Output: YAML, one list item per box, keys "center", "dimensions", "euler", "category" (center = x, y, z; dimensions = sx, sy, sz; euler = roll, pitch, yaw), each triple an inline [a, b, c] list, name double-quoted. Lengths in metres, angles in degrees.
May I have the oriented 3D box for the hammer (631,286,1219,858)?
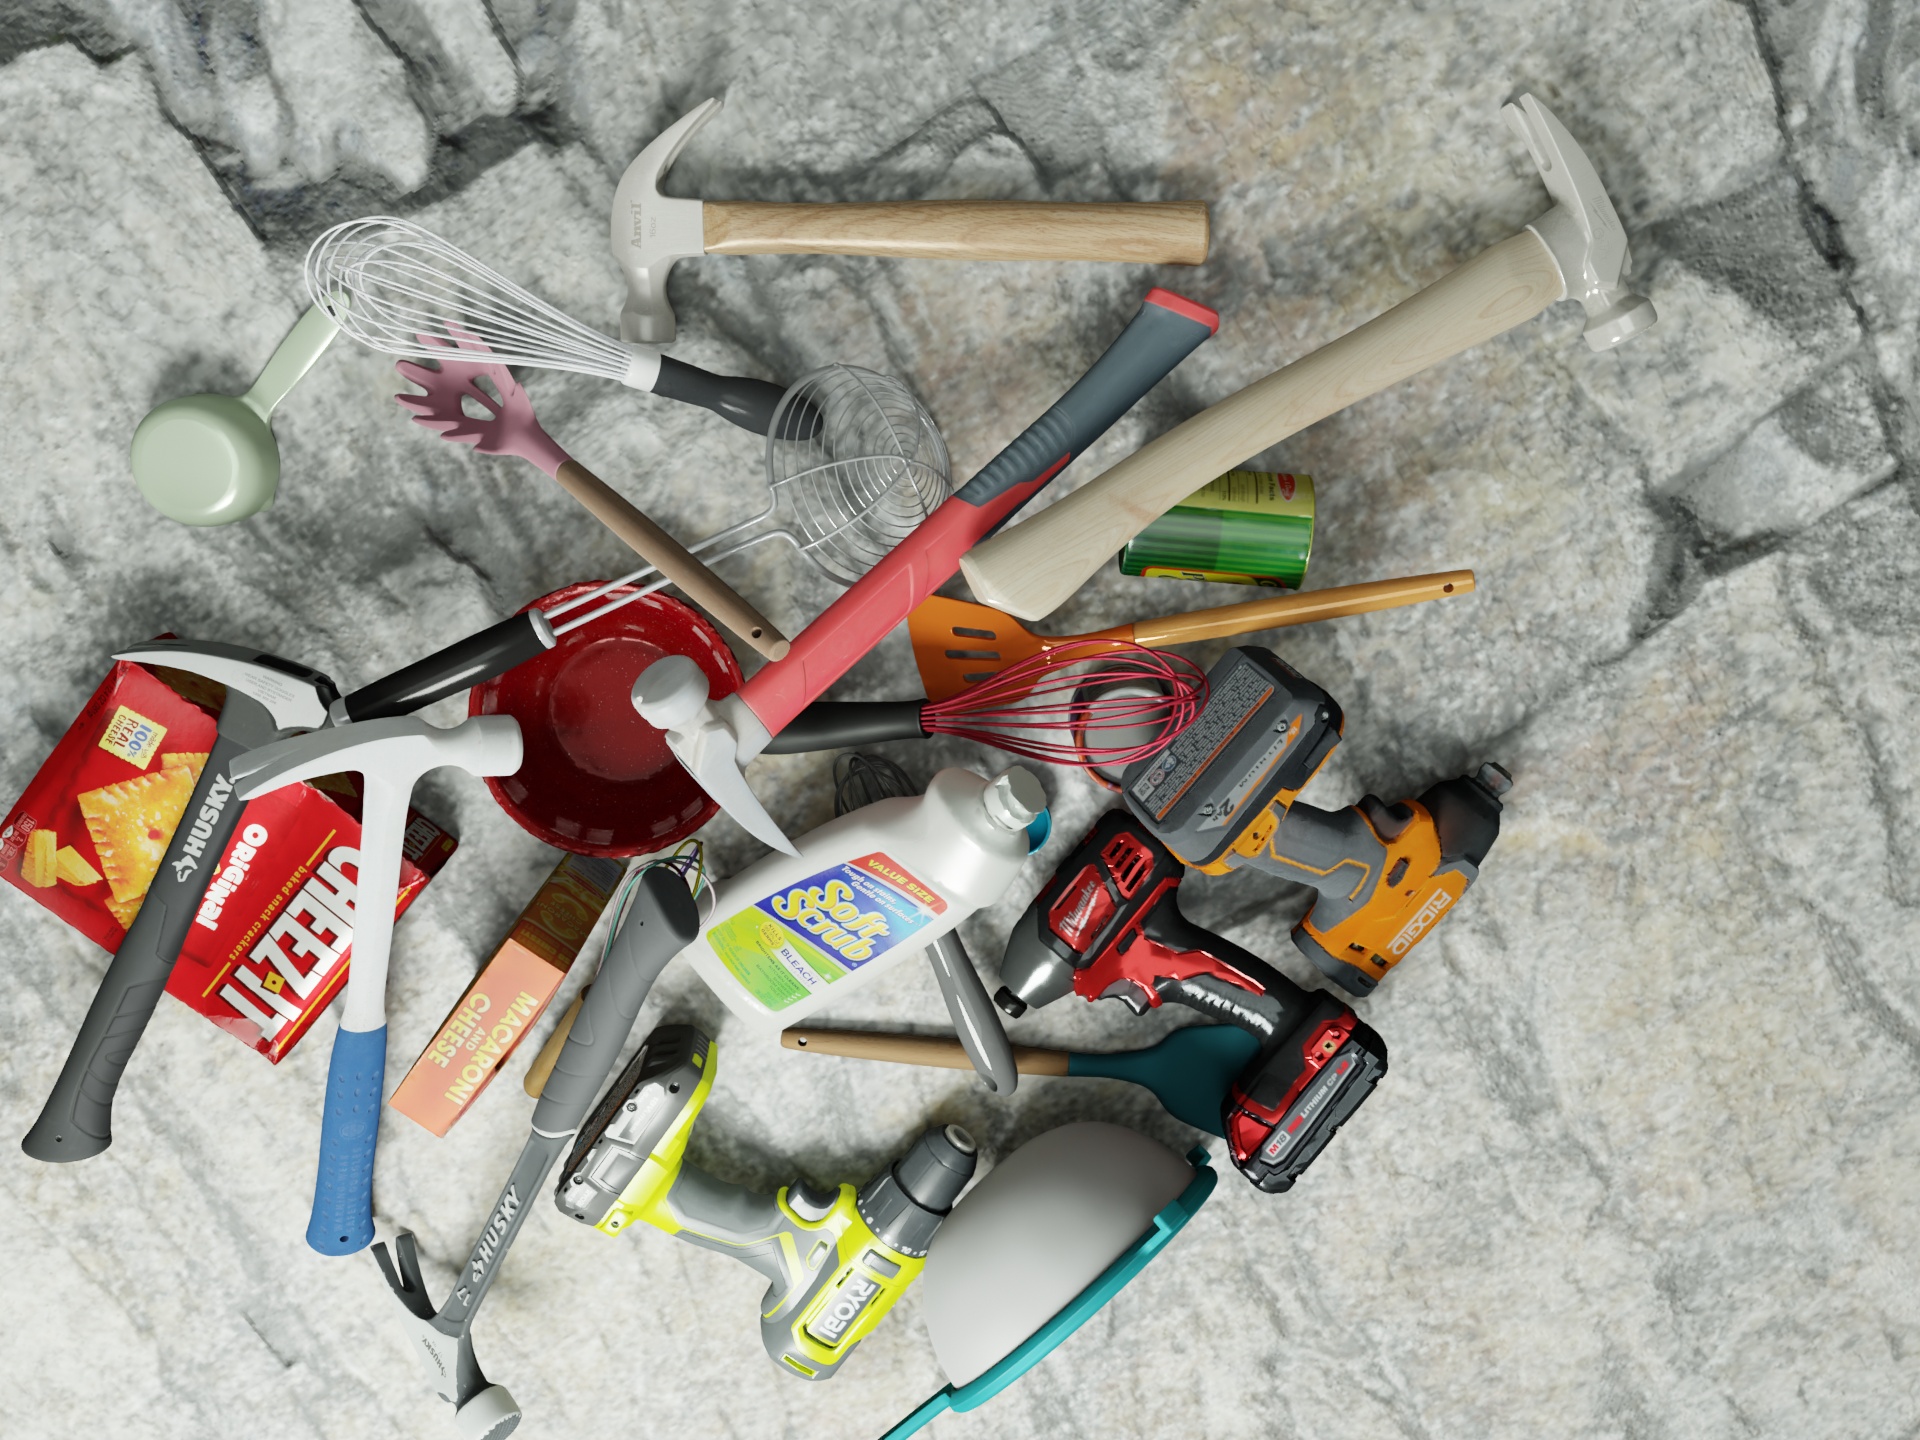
- center: [0.004, -0.093, 0.872]
  dimensions: [0.386, 0.038, 0.143]
  euler: [-43, 133, -12]
  category: "hammer"

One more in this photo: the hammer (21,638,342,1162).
- center: [-0.457, 0.109, 0.904]
  dimensions: [0.146, 0.035, 0.334]
  euler: [27, 100, -10]
  category: "hammer"

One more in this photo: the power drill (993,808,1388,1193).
- center: [0.132, 0.172, 0.956]
  dimensions: [0.220, 0.078, 0.143]
  euler: [40, 92, 7]
  category: "power drill"

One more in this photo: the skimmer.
- center: [-0.173, -0.081, 0.887]
  dimensions: [0.363, 0.090, 0.127]
  euler: [-25, 105, 0]
  category: "skimmer"

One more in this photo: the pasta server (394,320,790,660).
- center: [-0.198, -0.121, 0.840]
  dimensions: [0.316, 0.040, 0.060]
  euler: [39, 96, 29]
  category: "pasta server"

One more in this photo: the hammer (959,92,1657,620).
- center: [0.178, -0.183, 0.860]
  dimensions: [0.410, 0.038, 0.146]
  euler: [-30, 97, -7]
  category: "hammer"

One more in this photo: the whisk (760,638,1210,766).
- center: [-0.001, -0.003, 0.906]
  dimensions: [0.296, 0.073, 0.073]
  euler: [-4, 106, 24]
  category: "whisk"

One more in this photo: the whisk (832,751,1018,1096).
- center: [-0.019, 0.125, 0.971]
  dimensions: [0.055, 0.055, 0.239]
  euler: [-23, 99, 5]
  category: "whisk"

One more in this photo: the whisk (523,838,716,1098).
- center: [-0.211, 0.157, 0.956]
  dimensions: [0.047, 0.051, 0.245]
  euler: [53, 125, 23]
  category: "whisk"

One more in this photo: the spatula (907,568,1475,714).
- center: [0.124, -0.056, 0.905]
  dimensions: [0.322, 0.041, 0.081]
  euler: [-9, 111, 13]
  category: "spatula"

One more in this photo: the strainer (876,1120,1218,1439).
- center: [0.002, 0.354, 0.977]
  dimensions: [0.340, 0.211, 0.095]
  euler: [-41, 78, 7]
  category: "strainer"

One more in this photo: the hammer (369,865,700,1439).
- center: [-0.250, 0.250, 0.944]
  dimensions: [0.149, 0.036, 0.408]
  euler: [42, 117, 27]
  category: "hammer"

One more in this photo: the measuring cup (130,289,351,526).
- center: [-0.405, -0.180, 0.903]
  dimensions: [0.083, 0.038, 0.167]
  euler: [42, 102, -10]
  category: "measuring cup"

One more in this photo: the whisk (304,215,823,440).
- center: [-0.204, -0.199, 0.858]
  dimensions: [0.284, 0.070, 0.070]
  euler: [14, 105, -28]
  category: "whisk"

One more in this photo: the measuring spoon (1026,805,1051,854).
- center: [0.006, 0.088, 0.992]
  dimensions: [0.128, 0.021, 0.042]
  euler: [-42, 89, 19]
  category: "measuring spoon"

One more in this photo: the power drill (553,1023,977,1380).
- center: [-0.120, 0.294, 1.011]
  dimensions: [0.228, 0.080, 0.190]
  euler: [34, 102, -11]
  category: "power drill"

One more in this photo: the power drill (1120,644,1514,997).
- center: [0.218, 0.052, 0.921]
  dimensions: [0.226, 0.084, 0.164]
  euler: [35, 99, -33]
  category: "power drill"

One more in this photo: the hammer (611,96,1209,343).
- center: [-0.027, -0.276, 0.887]
  dimensions: [0.331, 0.031, 0.130]
  euler: [0, 105, -1]
  category: "hammer"

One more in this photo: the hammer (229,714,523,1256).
- center: [-0.357, 0.169, 0.935]
  dimensions: [0.144, 0.035, 0.405]
  euler: [-2, 125, -31]
  category: "hammer"

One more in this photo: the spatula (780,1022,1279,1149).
- center: [0.043, 0.216, 1.008]
  dimensions: [0.317, 0.044, 0.082]
  euler: [5, 91, 0]
  category: "spatula"
